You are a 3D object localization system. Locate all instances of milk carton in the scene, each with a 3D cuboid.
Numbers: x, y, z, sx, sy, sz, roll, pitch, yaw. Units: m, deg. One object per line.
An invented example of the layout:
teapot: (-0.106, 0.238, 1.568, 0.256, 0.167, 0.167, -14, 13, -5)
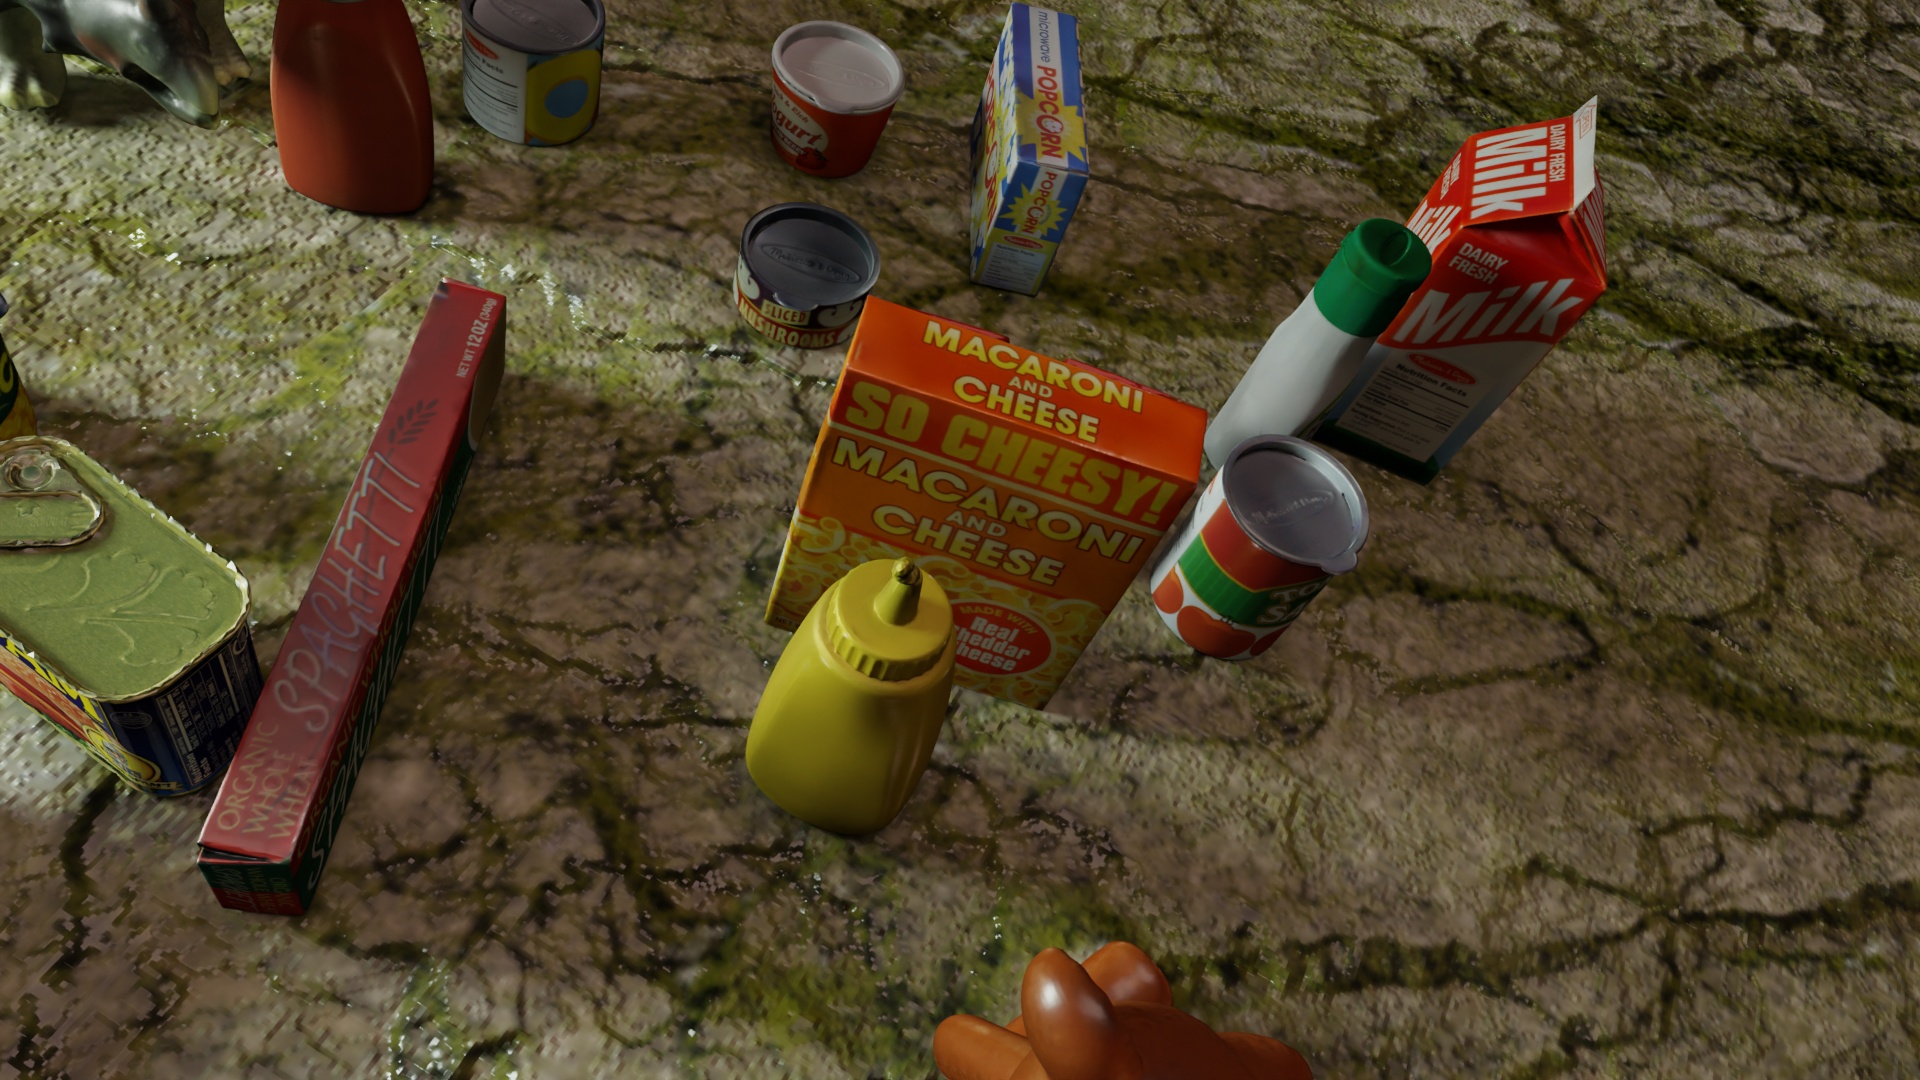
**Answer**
milk carton: (0.243, -0.119, 0.663, 0.073, 0.189, 0.073, 22, 53, -3)

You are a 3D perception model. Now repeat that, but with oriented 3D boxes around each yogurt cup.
yogurt cup: (-0.067, -0.226, 0.719, 0.072, 0.053, 0.073, 9, 54, -13)

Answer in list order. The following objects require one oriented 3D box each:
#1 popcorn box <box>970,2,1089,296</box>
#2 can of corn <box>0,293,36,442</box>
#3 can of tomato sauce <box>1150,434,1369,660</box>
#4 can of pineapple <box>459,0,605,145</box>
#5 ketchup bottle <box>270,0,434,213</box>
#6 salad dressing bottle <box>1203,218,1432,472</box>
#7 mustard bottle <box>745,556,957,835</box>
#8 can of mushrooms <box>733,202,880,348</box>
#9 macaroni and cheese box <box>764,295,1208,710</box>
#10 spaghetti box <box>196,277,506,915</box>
popcorn box: (0.033, -0.203, 0.716, 0.038, 0.084, 0.127, 9, 54, -13)
can of corn: (-0.372, -0.055, 0.495, 0.071, 0.058, 0.071, 9, 54, -13)
can of tomato sauce: (0.129, 0.006, 0.606, 0.071, 0.082, 0.071, 9, 54, -13)
can of pineapple: (-0.207, -0.237, 0.677, 0.071, 0.057, 0.071, 9, 54, -13)
ketchup bottle: (-0.256, -0.205, 0.581, 0.065, 0.148, 0.044, 8, 55, -13)
salad dressing bottle: (0.161, -0.083, 0.637, 0.044, 0.146, 0.064, 37, 53, 8)
mustard bottle: (-0.032, 0.049, 0.474, 0.065, 0.159, 0.049, 26, 53, 0)
can of mushrooms: (-0.074, -0.124, 0.659, 0.071, 0.033, 0.071, 9, 54, -13)
macaroni and cheese box: (0.002, -0.007, 0.519, 0.124, 0.165, 0.040, 18, 53, -6)
spaghetti box: (-0.213, 0.010, 0.509, 0.029, 0.050, 0.251, 13, 54, -10)
